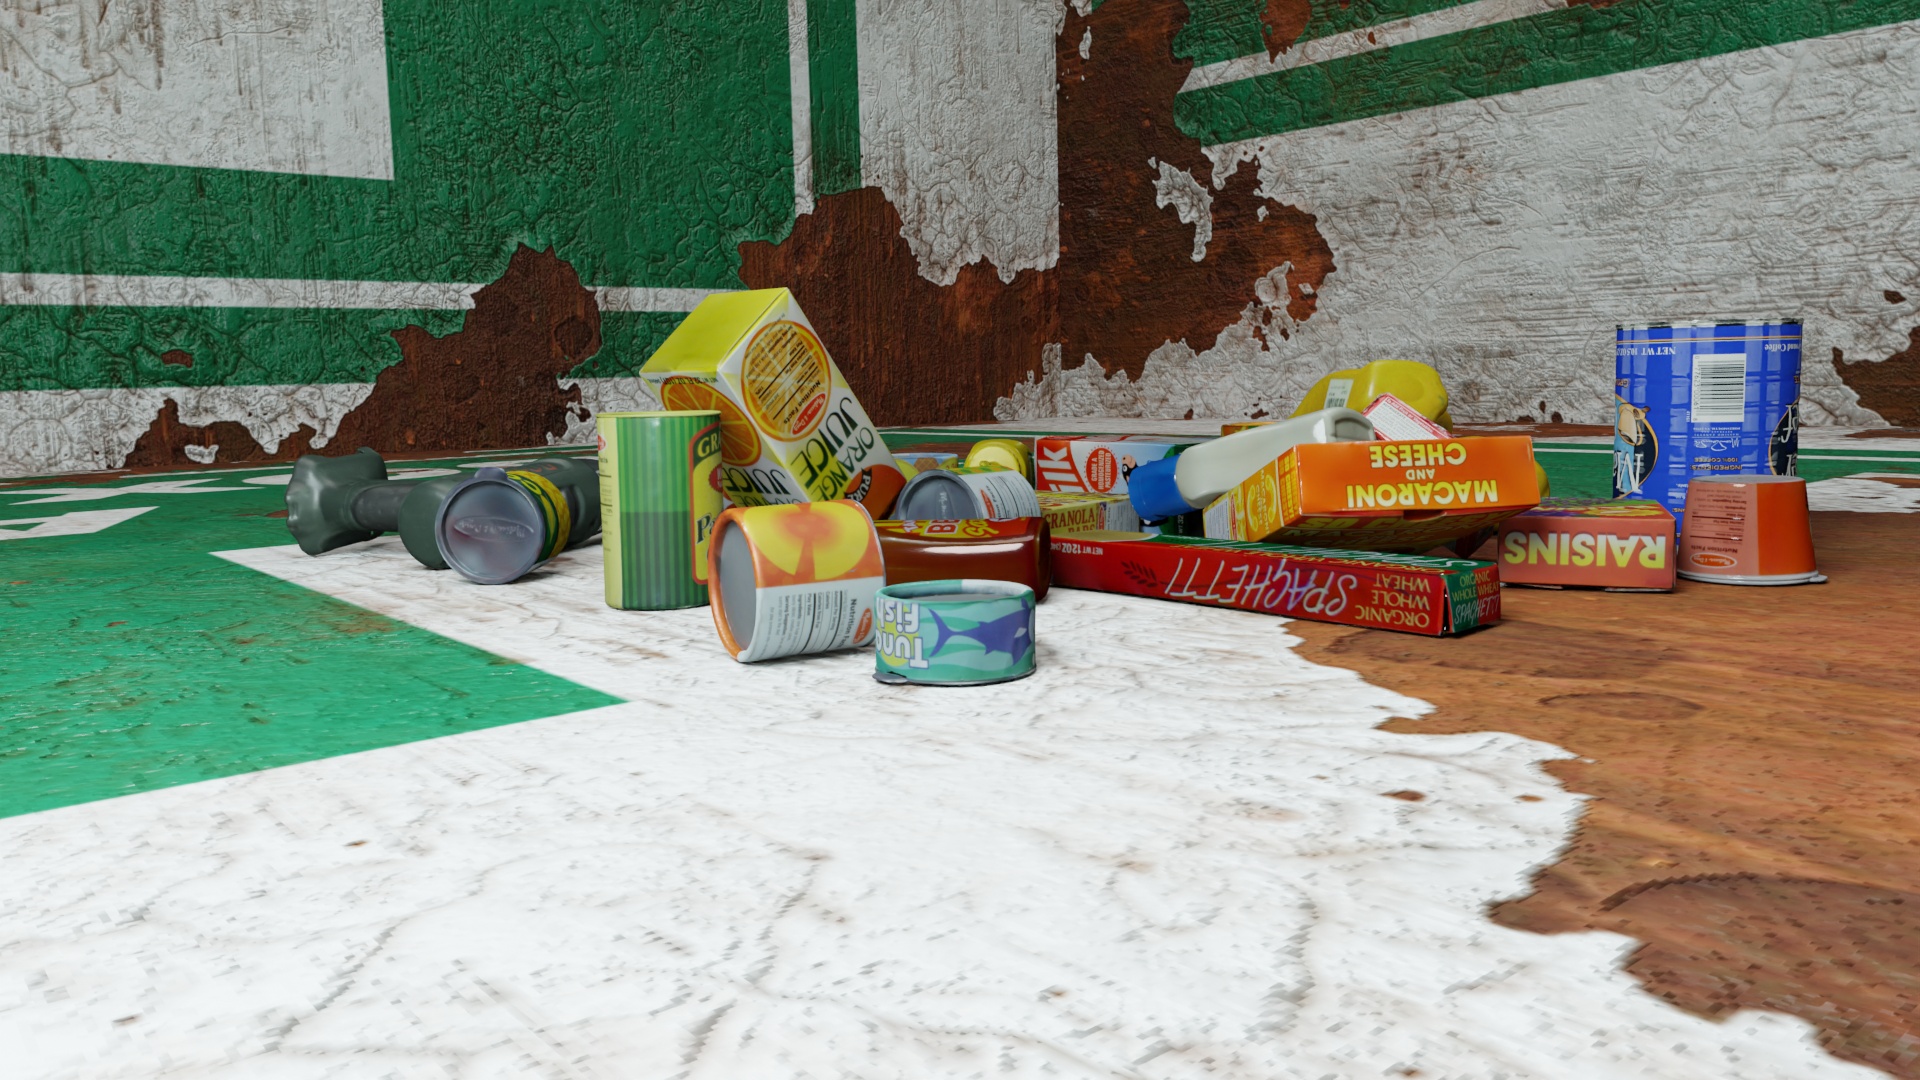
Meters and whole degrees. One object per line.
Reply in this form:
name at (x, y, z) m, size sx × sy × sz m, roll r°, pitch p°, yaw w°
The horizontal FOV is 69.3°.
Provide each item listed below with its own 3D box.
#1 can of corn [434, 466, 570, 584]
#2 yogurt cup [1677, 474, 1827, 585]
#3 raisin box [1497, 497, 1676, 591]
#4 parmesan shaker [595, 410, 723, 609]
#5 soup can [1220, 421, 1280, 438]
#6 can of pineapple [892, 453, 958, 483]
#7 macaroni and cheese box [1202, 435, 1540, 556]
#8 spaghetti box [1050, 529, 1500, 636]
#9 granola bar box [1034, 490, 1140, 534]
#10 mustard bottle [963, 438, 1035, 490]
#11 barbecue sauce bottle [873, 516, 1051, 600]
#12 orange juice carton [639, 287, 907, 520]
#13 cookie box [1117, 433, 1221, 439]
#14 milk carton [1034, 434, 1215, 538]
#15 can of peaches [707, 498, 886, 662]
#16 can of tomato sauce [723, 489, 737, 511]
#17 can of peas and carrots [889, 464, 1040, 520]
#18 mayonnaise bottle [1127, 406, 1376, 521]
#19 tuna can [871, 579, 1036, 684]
can of corn at (-0.282, -0.012, 0.861) m, size 0.071 × 0.071 × 0.058 m, roll -1°, pitch 6°, yaw 0°
yogurt cup at (0.422, -0.007, 0.746) m, size 0.072 × 0.054 × 0.072 m, roll -2°, pitch 6°, yaw 0°
raisin box at (0.343, 0.000, 0.767) m, size 0.086 × 0.040 × 0.123 m, roll 2°, pitch 6°, yaw 22°
parmesan shaker at (-0.161, -0.018, 0.755) m, size 0.071 × 0.103 × 0.071 m, roll -1°, pitch 7°, yaw 0°
soup can at (0.199, -0.034, 0.890) m, size 0.071 × 0.083 × 0.071 m, roll -2°, pitch 6°, yaw 0°
can of pineapple at (-0.032, -0.037, 1.074) m, size 0.071 × 0.057 × 0.071 m, roll -1°, pitch 7°, yaw 0°
macaroni and cheese box at (0.215, -0.017, 0.754) m, size 0.124 × 0.040 × 0.166 m, roll -2°, pitch -9°, yaw -6°
spaghetti box at (0.146, 0.017, 0.705) m, size 0.050 × 0.028 × 0.250 m, roll -7°, pitch 9°, yaw -42°
granola bar box at (0.018, -0.010, 0.919) m, size 0.165 × 0.039 × 0.124 m, roll 4°, pitch 8°, yaw 36°
mustard bottle at (0.029, -0.047, 1.052) m, size 0.049 × 0.065 × 0.160 m, roll 1°, pitch -1°, yaw 7°
barbecue sauce bottle at (-0.028, 0.010, 0.740) m, size 0.148 × 0.043 × 0.065 m, roll -1°, pitch 7°, yaw 10°
orange juice carton at (-0.098, -0.052, 0.834) m, size 0.072 × 0.192 × 0.073 m, roll 4°, pitch 48°, yaw 40°
cookie box at (0.161, -0.062, 1.096) m, size 0.123 × 0.040 × 0.167 m, roll -6°, pitch 9°, yaw -37°
milk carton at (0.116, -0.037, 0.990) m, size 0.073 × 0.072 × 0.190 m, roll -6°, pitch 9°, yaw -38°
can of peaches at (-0.073, 0.015, 0.600) m, size 0.058 × 0.071 × 0.071 m, roll -6°, pitch 8°, yaw -28°
can of tomato sauce at (-0.186, -0.022, 0.931) m, size 0.083 × 0.071 × 0.071 m, roll -5°, pitch 8°, yaw -33°
can of peas and carrots at (0.003, -0.010, 0.813) m, size 0.071 × 0.071 × 0.059 m, roll 4°, pitch 8°, yaw 38°
mayonnaise bottle at (0.169, -0.043, 0.828) m, size 0.147 × 0.041 × 0.065 m, roll -15°, pitch -12°, yaw 42°
tuna can at (-0.004, 0.036, 0.561) m, size 0.071 × 0.032 × 0.071 m, roll -1°, pitch 6°, yaw 0°
